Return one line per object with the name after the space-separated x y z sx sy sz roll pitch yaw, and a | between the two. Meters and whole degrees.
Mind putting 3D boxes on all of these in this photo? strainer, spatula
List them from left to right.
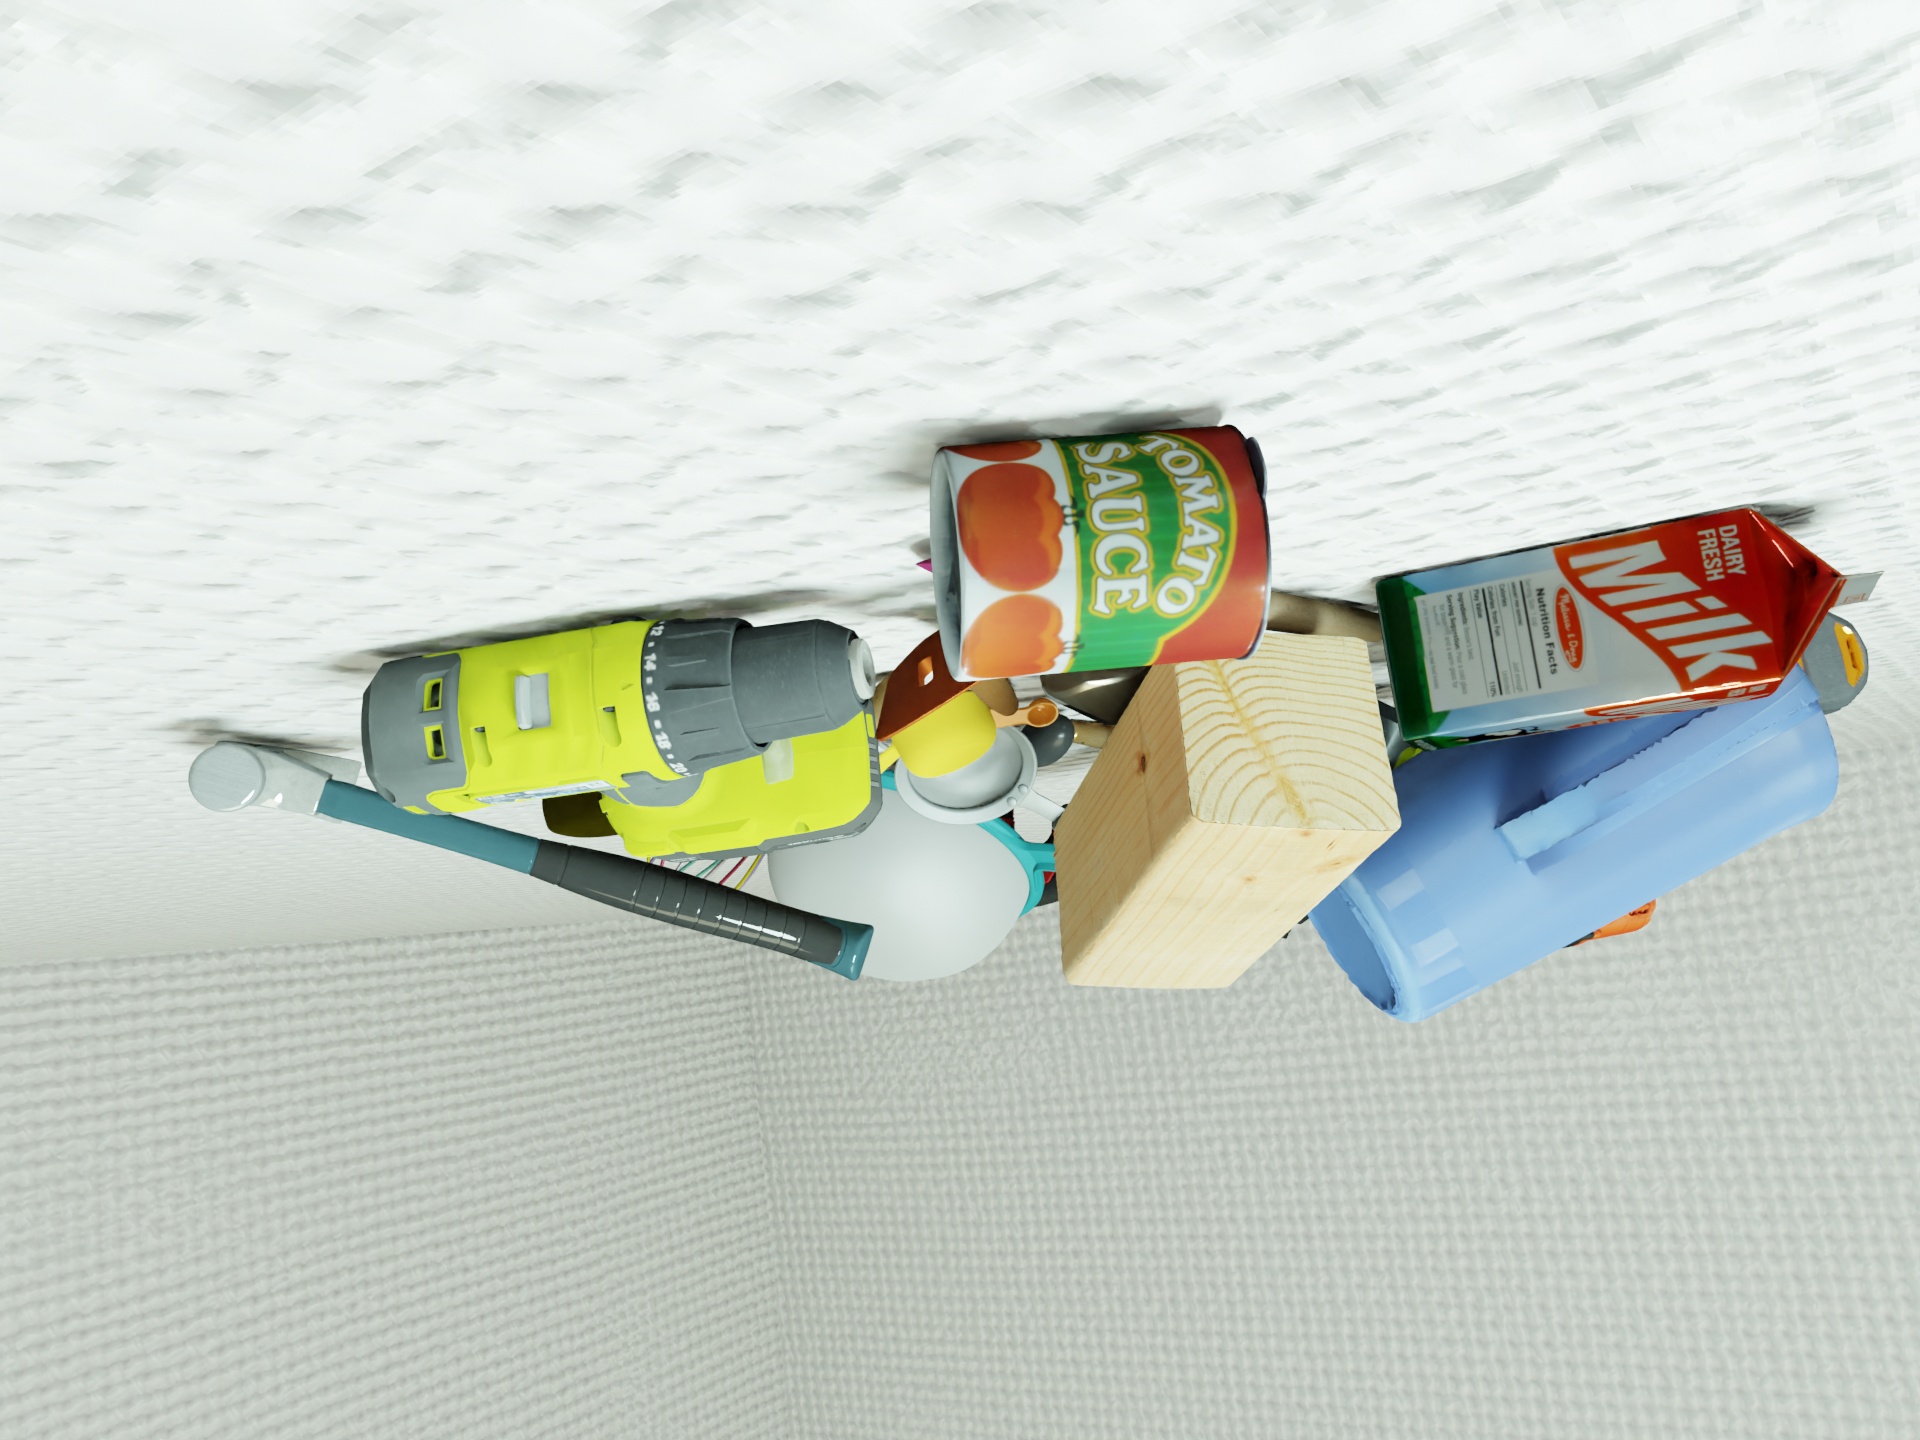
0.001 0.125 1.096 0.340 0.095 0.210 -1 143 32 | strainer
0.012 -0.015 0.727 0.081 0.041 0.322 -33 172 3 | spatula
0.058 0.057 0.980 0.258 0.050 0.087 31 120 -19 | strainer

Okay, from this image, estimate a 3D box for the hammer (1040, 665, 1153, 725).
0.179 0.040 0.863 0.146 0.038 0.410 -26 145 35 | hammer

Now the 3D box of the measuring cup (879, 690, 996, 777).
-0.041 0.037 0.899 0.156 0.029 0.062 -38 158 28 | measuring cup

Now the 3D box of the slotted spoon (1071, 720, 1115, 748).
0.157 0.019 1.156 0.070 0.031 0.313 -12 168 32 | slotted spoon

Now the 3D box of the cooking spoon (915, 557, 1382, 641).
0.099 -0.049 0.648 0.069 0.017 0.318 5 -179 40 | cooking spoon

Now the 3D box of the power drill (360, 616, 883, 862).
-0.110 0.007 0.674 0.190 0.080 0.228 -8 169 10 | power drill

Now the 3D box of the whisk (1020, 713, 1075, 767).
0.021 0.041 1.095 0.070 0.070 0.284 -4 167 -18 | whisk

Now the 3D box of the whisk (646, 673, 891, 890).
-0.103 0.042 0.850 0.051 0.047 0.245 -6 154 -46 | whisk

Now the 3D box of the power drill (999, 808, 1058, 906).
0.066 0.092 1.225 0.220 0.143 0.078 -6 171 43 | power drill

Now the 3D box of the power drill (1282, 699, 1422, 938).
0.273 0.068 1.125 0.080 0.171 0.223 28 -171 20 | power drill

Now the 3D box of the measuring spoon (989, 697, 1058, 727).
-0.001 -0.003 0.916 0.117 0.011 0.021 -4 135 -7 | measuring spoon

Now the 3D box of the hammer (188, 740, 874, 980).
-0.196 0.071 0.782 0.331 0.033 0.128 19 175 -16 | hammer

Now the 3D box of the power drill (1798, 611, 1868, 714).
0.405 -0.009 0.979 0.226 0.084 0.164 -10 173 -4 | power drill

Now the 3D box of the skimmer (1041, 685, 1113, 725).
0.115 0.028 0.941 0.127 0.090 0.363 -18 168 16 | skimmer
